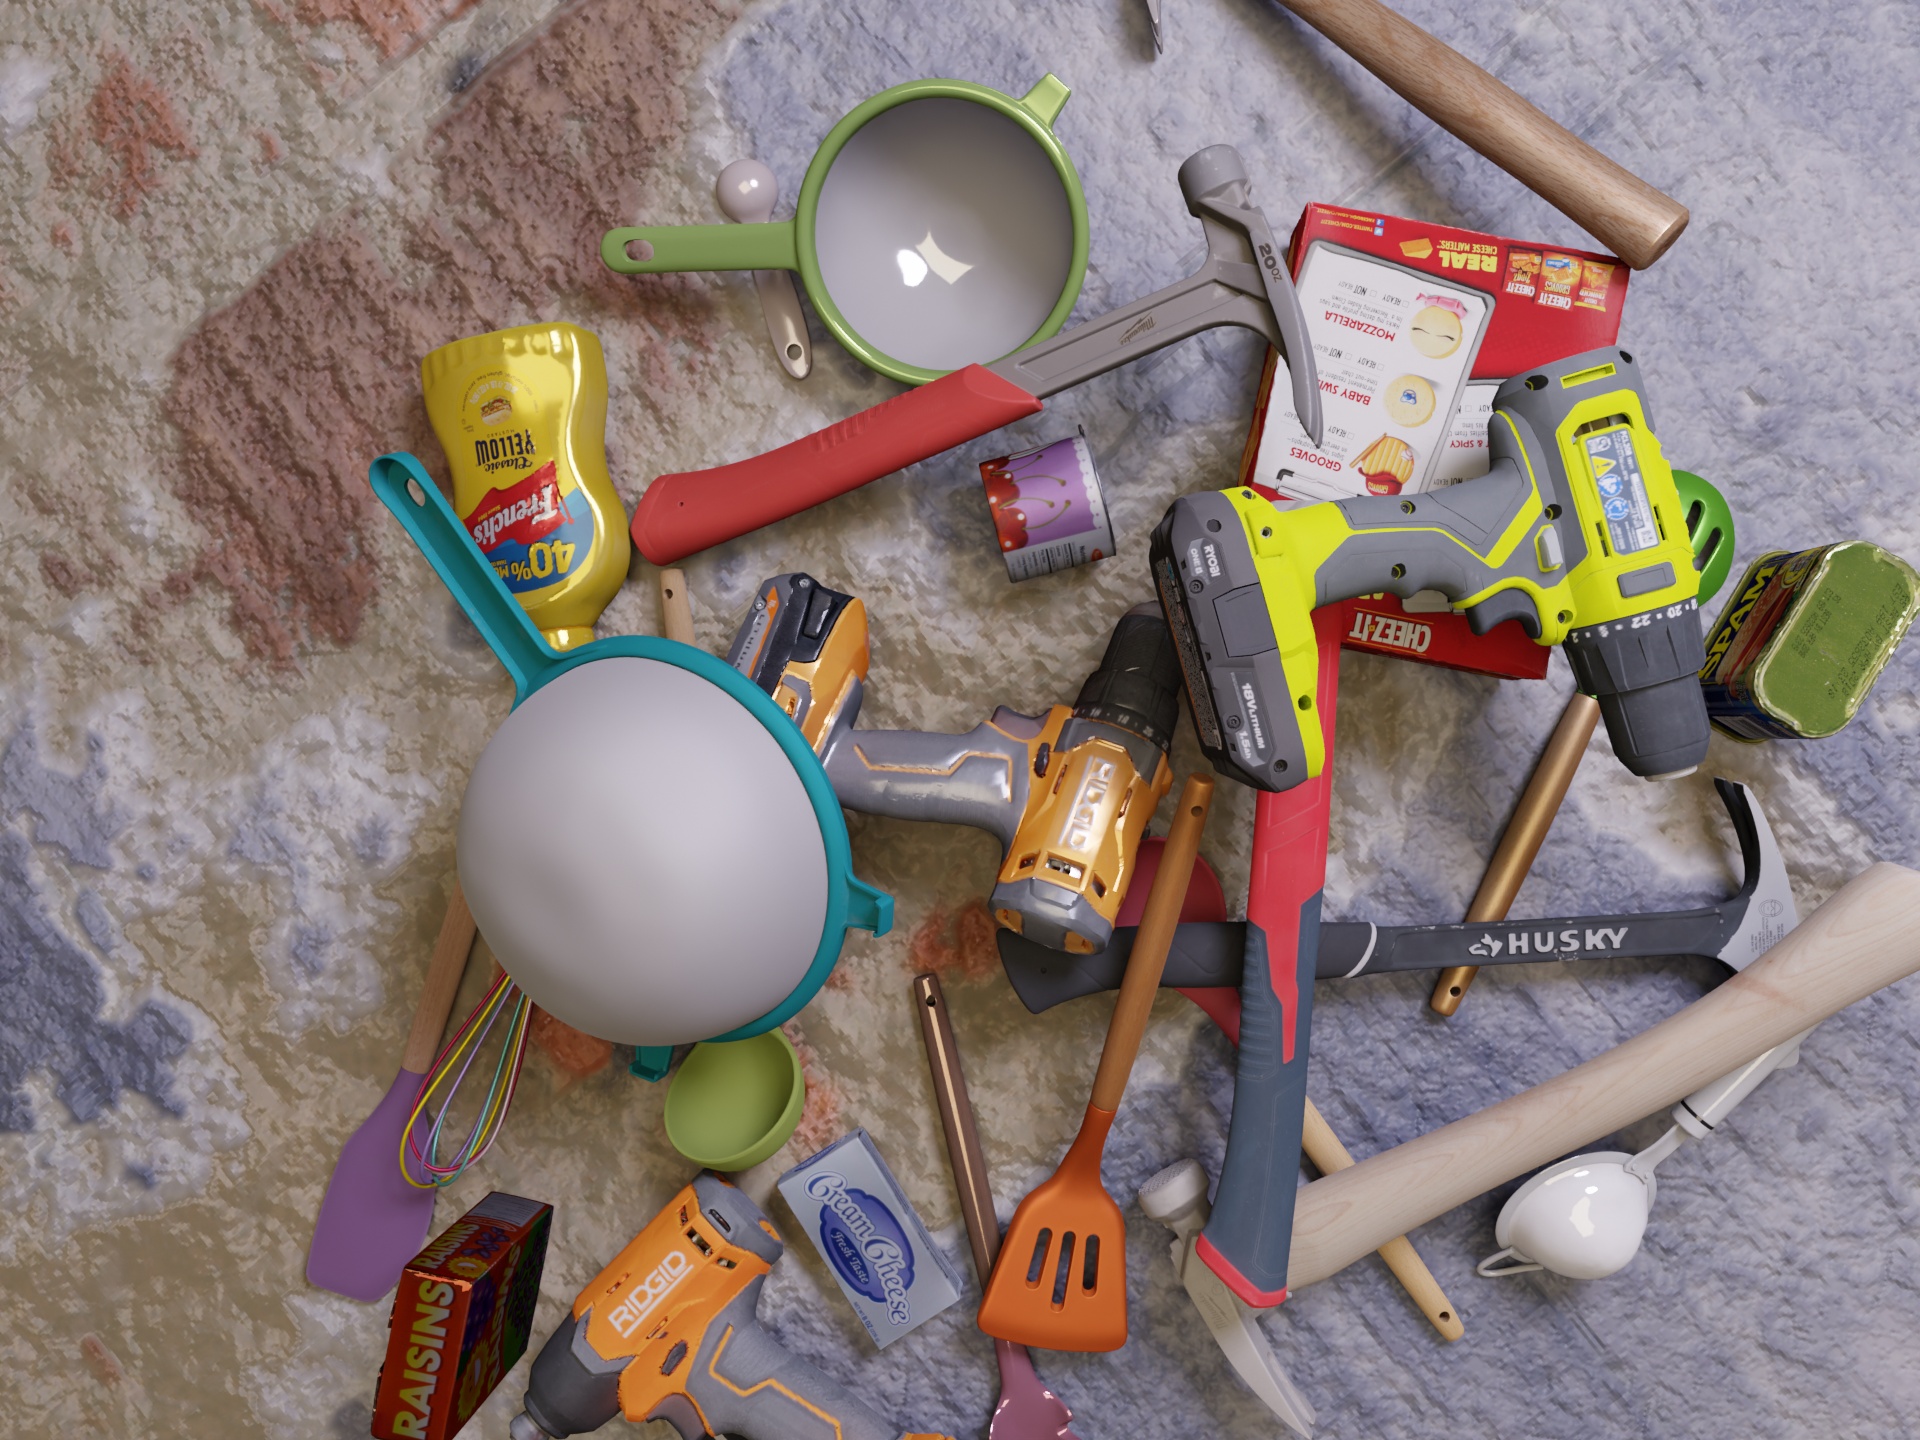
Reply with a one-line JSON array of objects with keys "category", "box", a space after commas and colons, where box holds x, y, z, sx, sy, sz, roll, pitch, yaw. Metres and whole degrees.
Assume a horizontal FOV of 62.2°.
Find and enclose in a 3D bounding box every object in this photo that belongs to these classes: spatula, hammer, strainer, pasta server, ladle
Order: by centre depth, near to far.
[{"category": "strainer", "box": [-0.200, 0.020, 0.750, 0.211, 0.095, 0.340, -36, 89, 31]}, {"category": "hammer", "box": [0.172, 0.089, 0.768, 0.143, 0.038, 0.386, 4, 91, 2]}, {"category": "hammer", "box": [0.294, 0.199, 0.769, 0.410, 0.038, 0.146, -33, 82, 16]}, {"category": "spatula", "box": [0.079, 0.175, 0.785, 0.081, 0.041, 0.322, 10, 113, -6]}, {"category": "hammer", "box": [-0.007, -0.143, 0.791, 0.359, 0.036, 0.149, -20, 78, 21]}, {"category": "strainer", "box": [0.359, 0.206, 0.792, 0.086, 0.050, 0.258, 32, 105, -27]}, {"category": "hammer", "box": [0.220, -0.335, 0.802, 0.331, 0.031, 0.130, 44, 95, 16]}, {"category": "hammer", "box": [0.223, 0.111, 0.809, 0.409, 0.036, 0.149, -2, 95, -1]}, {"category": "strainer", "box": [-0.058, -0.253, 0.834, 0.256, 0.069, 0.151, 1, 113, 11]}, {"category": "ladle", "box": [0.172, 0.195, 0.840, 0.069, 0.031, 0.315, -35, 90, 1]}, {"category": "pasta server", "box": [0.018, 0.290, 0.843, 0.060, 0.040, 0.316, -13, 88, -9]}, {"category": "ladle", "box": [-0.137, 0.076, 0.844, 0.078, 0.062, 0.320, -10, 86, 18]}, {"category": "spatula", "box": [-0.289, 0.167, 0.871, 0.060, 0.018, 0.316, 17, 92, 0]}]

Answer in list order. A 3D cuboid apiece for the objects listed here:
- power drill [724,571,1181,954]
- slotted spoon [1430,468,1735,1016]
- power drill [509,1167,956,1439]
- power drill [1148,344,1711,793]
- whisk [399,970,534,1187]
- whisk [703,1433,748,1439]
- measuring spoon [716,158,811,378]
[{"category": "power drill", "box": [-0.001, -0.003, 0.806, 0.226, 0.084, 0.185, 19, 70, 10]}, {"category": "slotted spoon", "box": [0.320, 0.013, 0.831, 0.070, 0.031, 0.314, 25, 93, 0]}, {"category": "power drill", "box": [-0.110, 0.365, 0.804, 0.164, 0.084, 0.226, -44, 75, -11]}, {"category": "power drill", "box": [0.215, -0.045, 0.709, 0.228, 0.080, 0.190, -16, 91, -1]}, {"category": "whisk", "box": [-0.237, 0.137, 0.852, 0.047, 0.051, 0.245, 25, 86, -24]}, {"category": "whisk", "box": [-0.053, 0.463, 0.839, 0.070, 0.070, 0.285, -42, 83, 2]}, {"category": "measuring spoon", "box": [-0.104, -0.246, 0.861, 0.034, 0.018, 0.124, -17, 90, 3]}]
